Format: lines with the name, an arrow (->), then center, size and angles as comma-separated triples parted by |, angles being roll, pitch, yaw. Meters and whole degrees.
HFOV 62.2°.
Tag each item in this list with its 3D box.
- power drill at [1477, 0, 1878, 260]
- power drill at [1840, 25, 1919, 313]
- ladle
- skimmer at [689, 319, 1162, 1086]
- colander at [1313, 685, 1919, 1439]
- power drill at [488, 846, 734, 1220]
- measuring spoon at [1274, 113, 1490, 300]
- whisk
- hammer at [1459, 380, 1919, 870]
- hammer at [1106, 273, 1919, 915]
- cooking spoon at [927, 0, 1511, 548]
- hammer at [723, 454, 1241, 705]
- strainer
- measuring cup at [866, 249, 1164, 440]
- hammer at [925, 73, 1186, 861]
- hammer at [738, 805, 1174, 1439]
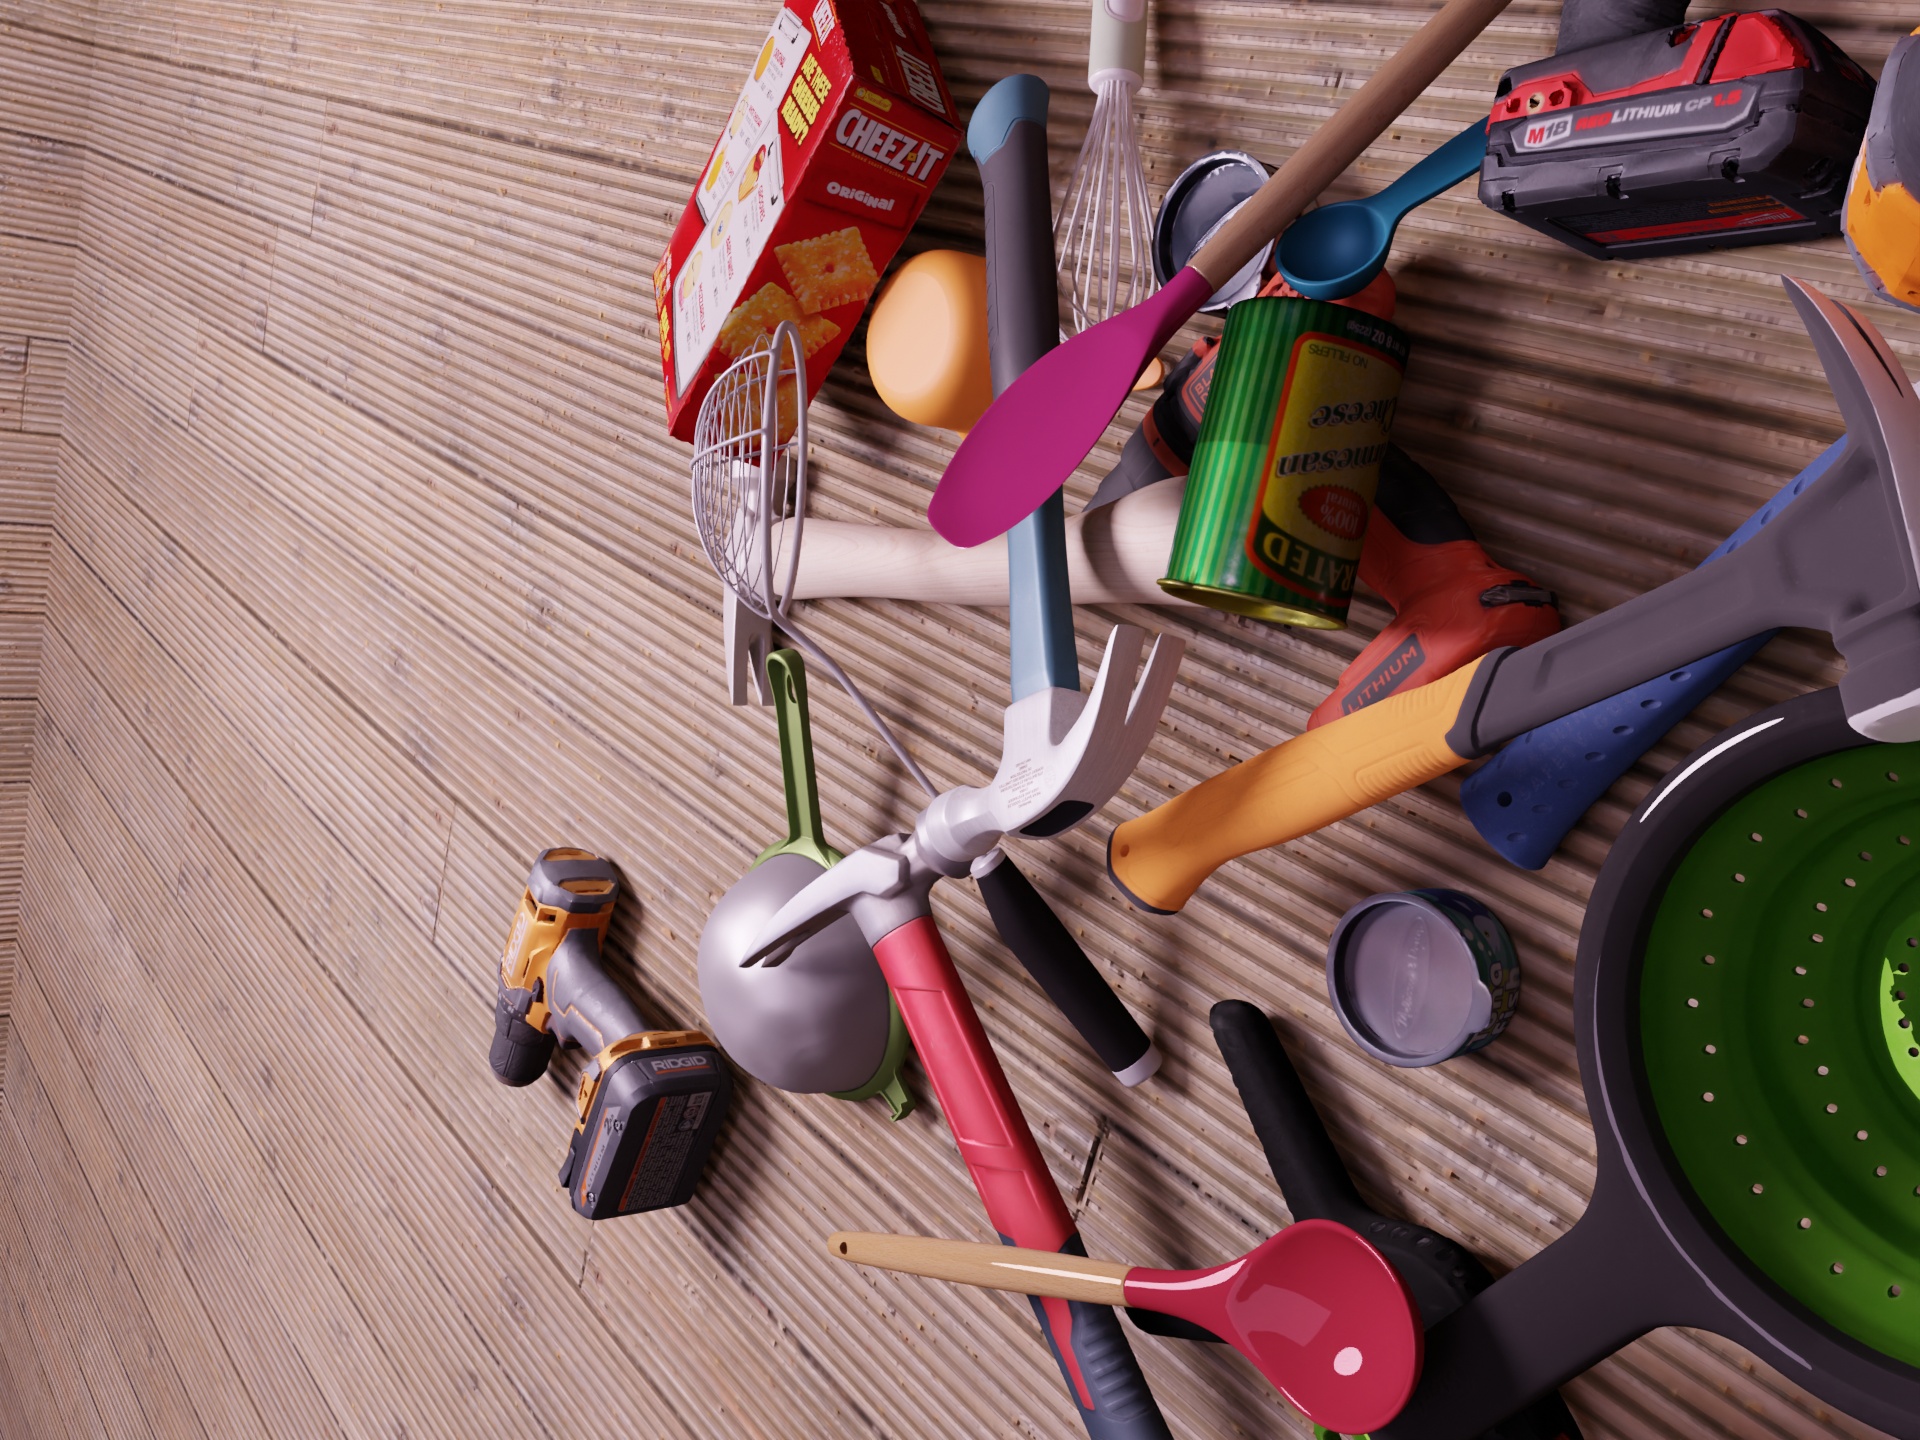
power drill -> 0.246, -0.267, 0.500 | 0.143, 0.078, 0.219 | 11, 95, 51
power drill -> 0.262, -0.219, 0.365 | 0.084, 0.164, 0.226 | 13, 99, 24
ladle -> 0.049, 0.224, 0.634 | 0.315, 0.031, 0.069 | -11, 73, 46
skimmer -> -0.001, -0.002, 0.702 | 0.090, 0.127, 0.363 | -36, 95, 5
colander -> 0.251, 0.143, 0.490 | 0.397, 0.094, 0.205 | -57, 50, 38
power drill -> -0.244, 0.219, 1.036 | 0.226, 0.084, 0.185 | 47, 123, 41
measuring spoon -> 0.174, -0.192, 0.583 | 0.128, 0.021, 0.042 | -33, 50, 1
whisk -> 0.068, -0.276, 0.707 | 0.059, 0.057, 0.246 | 148, 126, -80
hammer -> 0.296, -0.101, 0.476 | 0.405, 0.035, 0.144 | -53, 55, 33
hammer -> 0.156, -0.005, 0.528 | 0.337, 0.034, 0.127 | -34, 50, 52
cooking spoon -> 0.107, -0.180, 0.584 | 0.319, 0.017, 0.069 | -45, 39, 3
hammer -> -0.013, -0.066, 0.767 | 0.411, 0.038, 0.146 | 9, 98, 56
strainer -> -0.101, 0.092, 0.851 | 0.151, 0.069, 0.256 | 11, 110, 47
measuring cup -> 0.020, -0.178, 0.762 | 0.174, 0.052, 0.095 | 22, 107, 47
hammer -> 0.027, -0.116, 0.651 | 0.128, 0.033, 0.331 | -25, 61, 50
hammer -> 0.022, 0.235, 0.712 | 0.143, 0.038, 0.387 | -36, 66, 23
